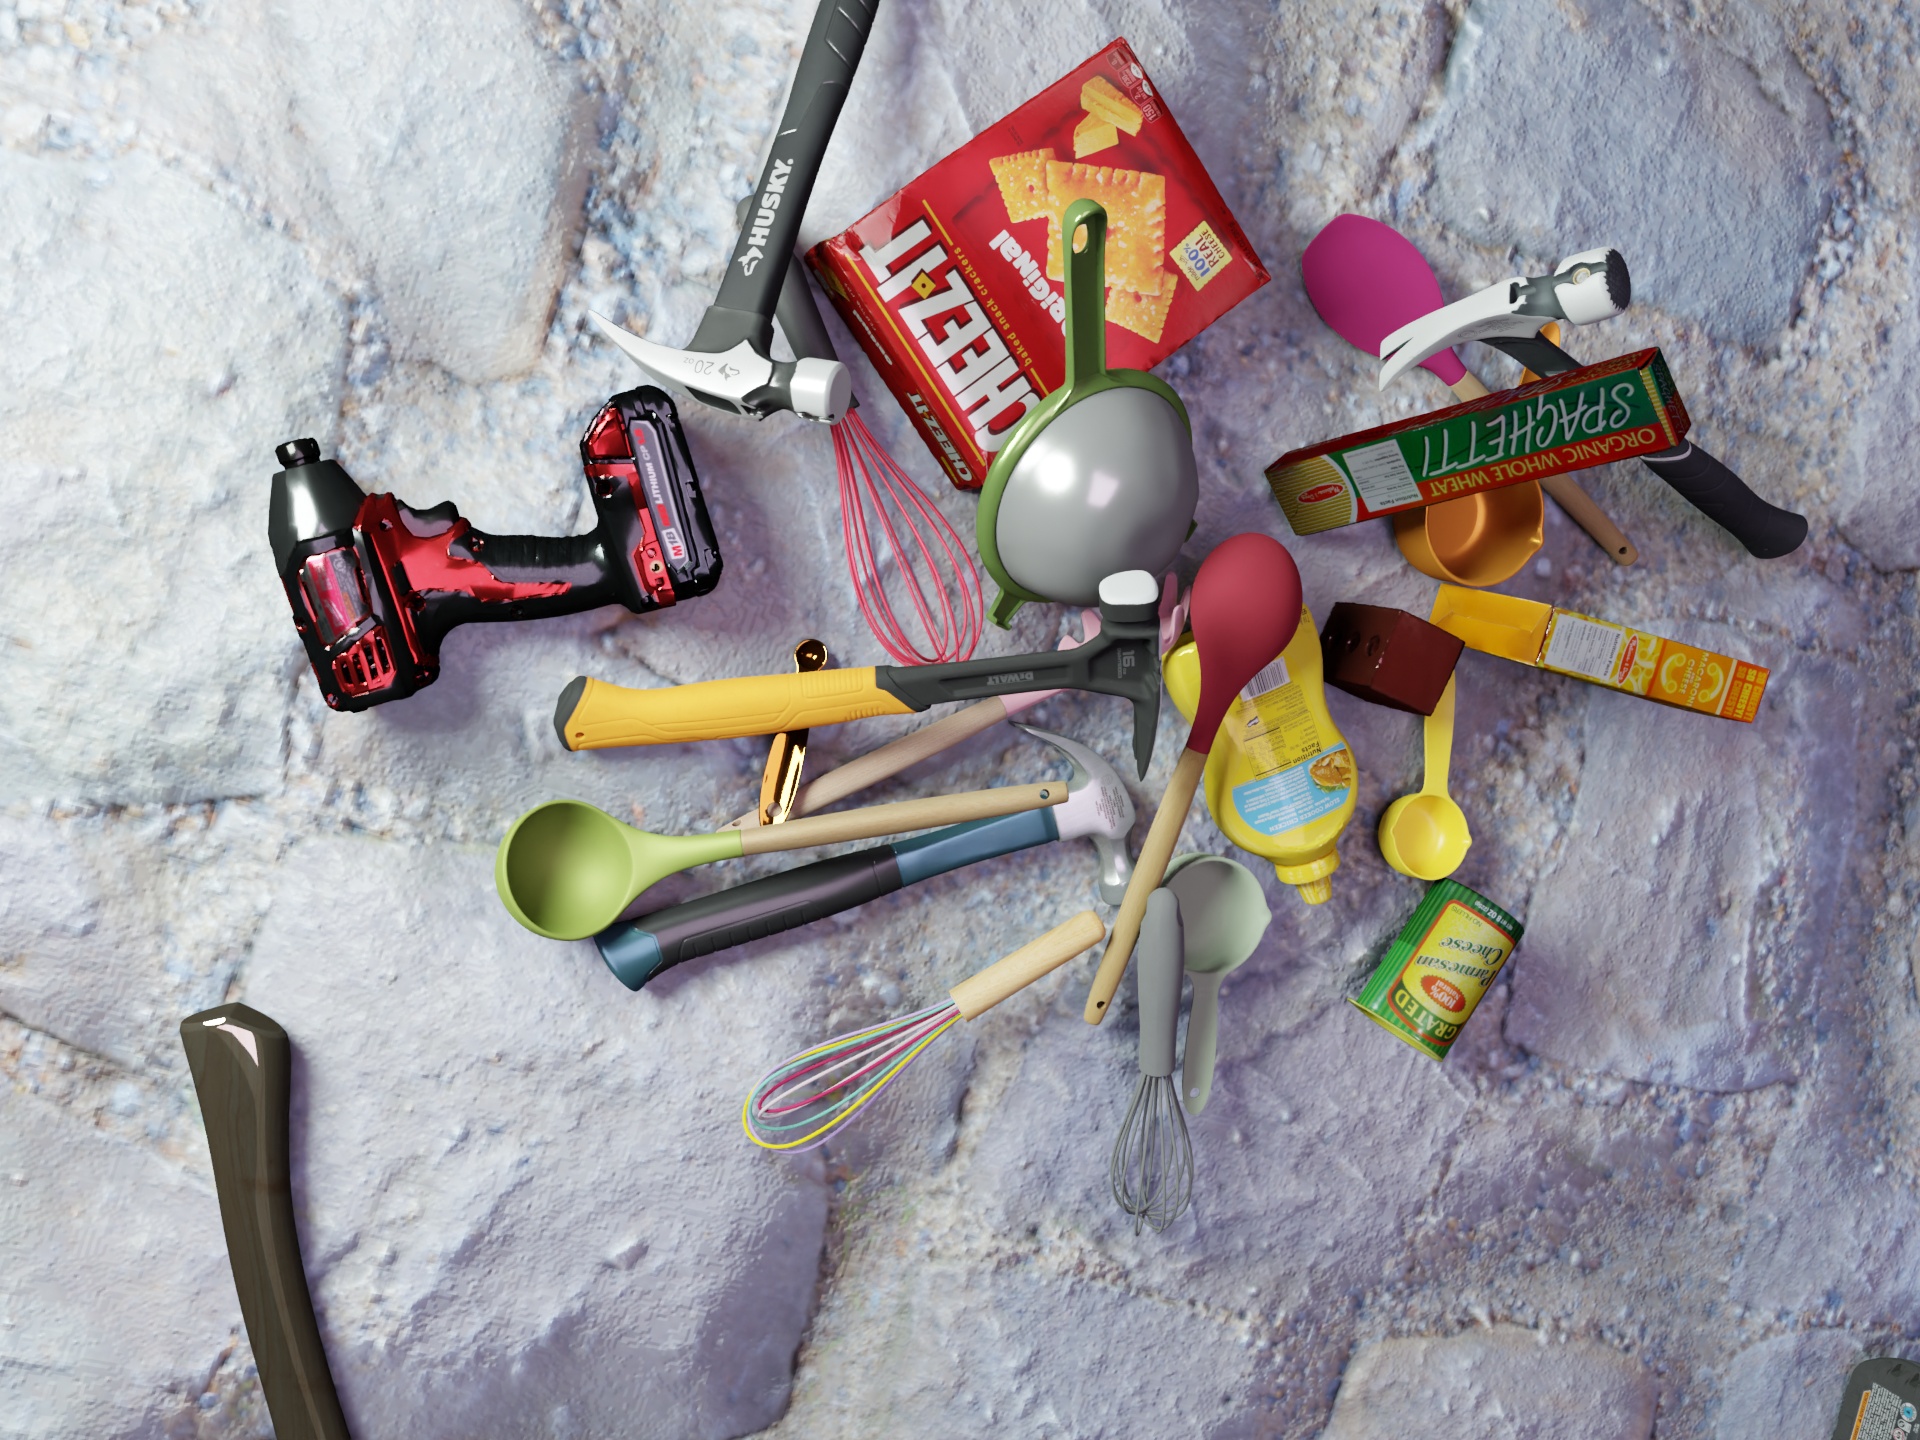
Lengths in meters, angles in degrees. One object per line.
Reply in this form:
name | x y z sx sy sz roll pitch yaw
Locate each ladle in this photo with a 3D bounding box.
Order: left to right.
ladle | -0.096 0.064 0.886 0.320 0.062 0.078 -9 86 -4
ladle | 0.131 0.041 0.952 0.069 0.031 0.315 17 102 -10

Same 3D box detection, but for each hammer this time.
hammer | -0.378 0.358 0.877 0.146 0.038 0.410 -11 99 -14
hammer | -0.086 -0.321 0.853 0.146 0.035 0.335 13 78 18
hammer | -0.056 -0.009 0.886 0.337 0.034 0.127 -5 128 1
hammer | -0.051 0.092 0.944 0.331 0.033 0.128 -17 102 -14
hammer | 0.415 -0.171 0.972 0.408 0.149 0.036 18 72 -40

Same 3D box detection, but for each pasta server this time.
pasta server | -0.002 -0.003 0.946 0.316 0.060 0.040 -26 125 -9

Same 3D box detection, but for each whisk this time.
whisk | -0.060 -0.156 0.901 0.073 0.073 0.296 -25 98 -12
whisk | -0.022 0.179 0.950 0.245 0.047 0.051 -30 114 -7
whisk | 0.119 0.213 0.979 0.055 0.055 0.239 -6 110 -16

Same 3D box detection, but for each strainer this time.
strainer | 0.084 -0.155 0.869 0.151 0.069 0.256 -27 139 -19

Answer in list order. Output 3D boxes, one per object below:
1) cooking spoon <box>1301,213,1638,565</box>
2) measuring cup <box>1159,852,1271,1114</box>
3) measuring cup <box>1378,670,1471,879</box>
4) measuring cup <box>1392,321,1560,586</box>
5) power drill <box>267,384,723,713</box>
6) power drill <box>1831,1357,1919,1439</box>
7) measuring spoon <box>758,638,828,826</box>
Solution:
cooking spoon | 0.339 -0.205 1.032 0.318 0.017 0.068 40 104 -17
measuring cup | 0.149 0.165 1.011 0.083 0.038 0.167 1 98 -17
measuring cup | 0.308 0.027 1.053 0.062 0.029 0.156 8 82 -18
measuring cup | 0.336 -0.171 1.017 0.095 0.052 0.173 20 91 -20
power drill | -0.248 -0.101 0.844 0.219 0.078 0.143 -18 101 -11
power drill | 0.787 0.578 1.230 0.223 0.080 0.171 13 92 -21
measuring spoon | -0.098 0.010 0.924 0.021 0.011 0.117 13 84 2
